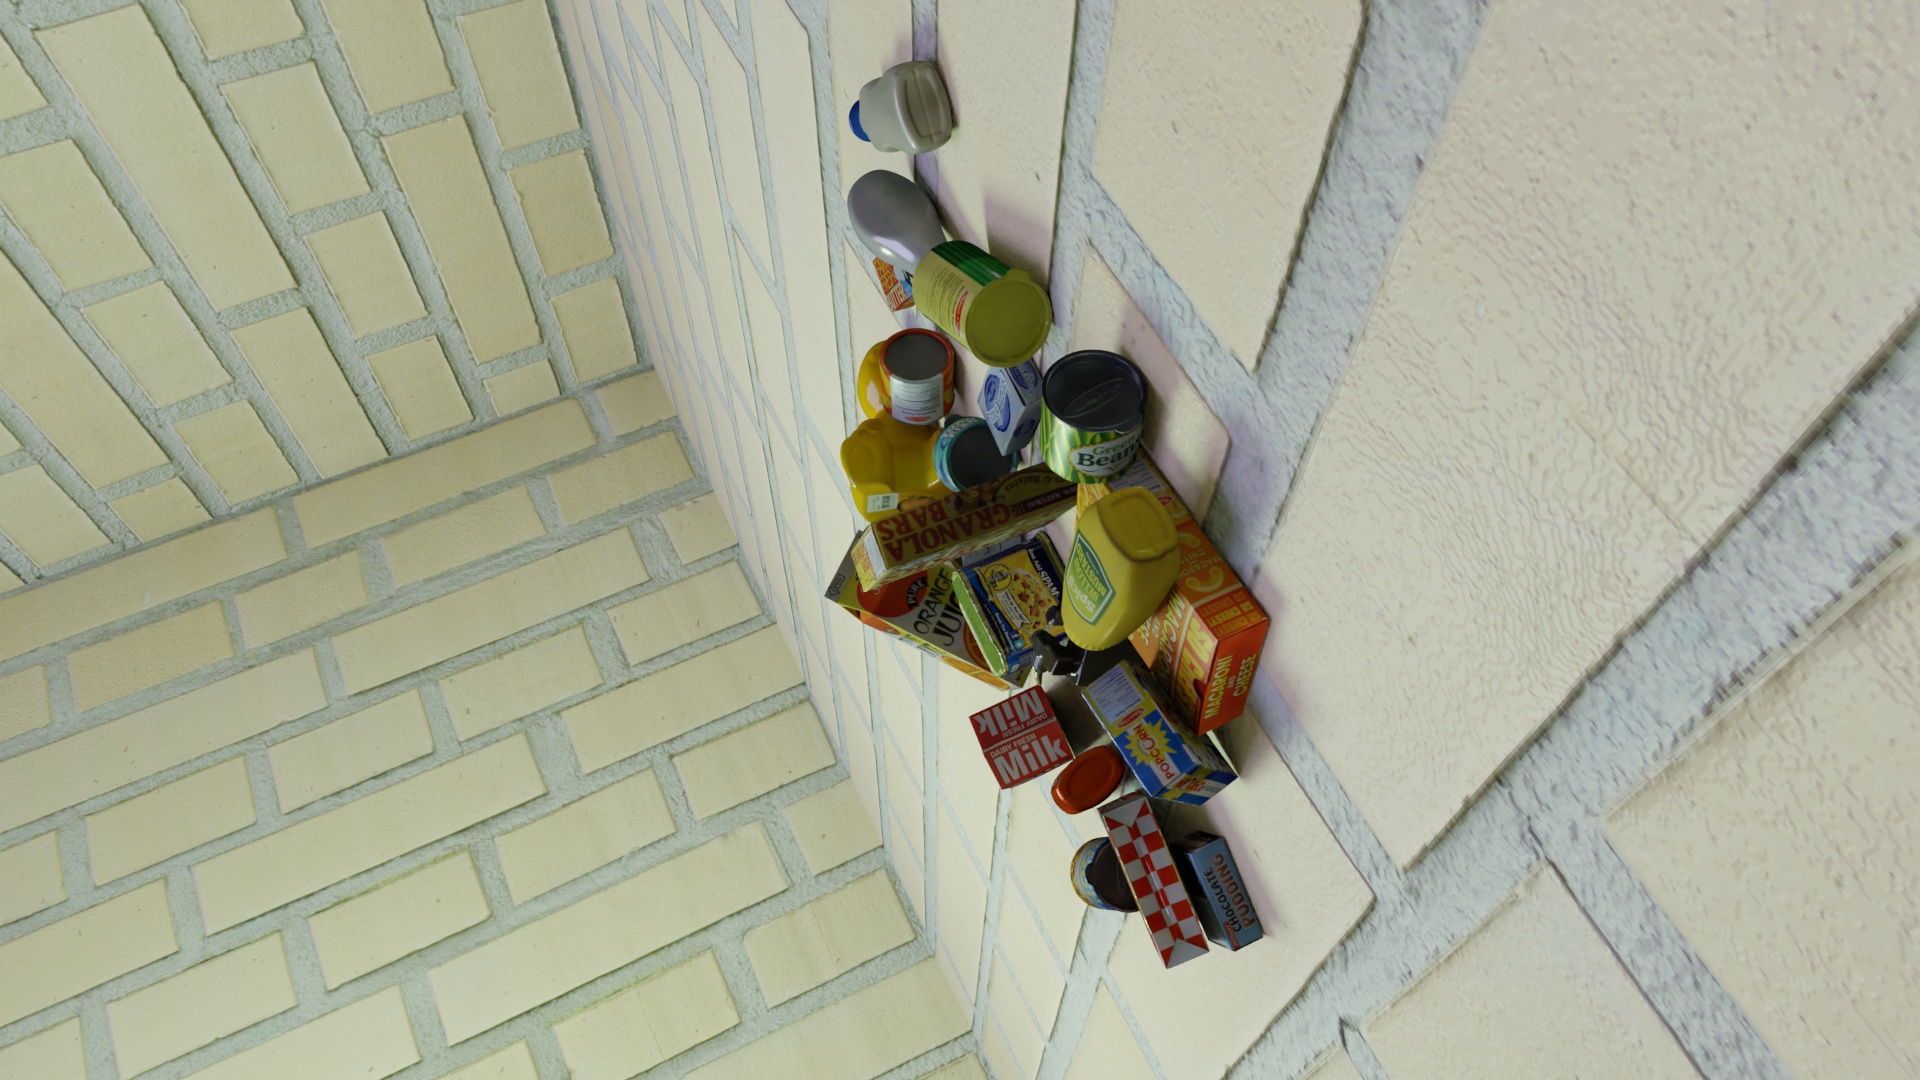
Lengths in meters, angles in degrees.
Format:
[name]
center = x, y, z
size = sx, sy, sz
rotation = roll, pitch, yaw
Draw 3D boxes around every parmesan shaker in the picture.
[parmesan shaker]
center = 0.015, -0.174, 0.996
size = 0.103, 0.071, 0.071
rotation = -132, 24, -55

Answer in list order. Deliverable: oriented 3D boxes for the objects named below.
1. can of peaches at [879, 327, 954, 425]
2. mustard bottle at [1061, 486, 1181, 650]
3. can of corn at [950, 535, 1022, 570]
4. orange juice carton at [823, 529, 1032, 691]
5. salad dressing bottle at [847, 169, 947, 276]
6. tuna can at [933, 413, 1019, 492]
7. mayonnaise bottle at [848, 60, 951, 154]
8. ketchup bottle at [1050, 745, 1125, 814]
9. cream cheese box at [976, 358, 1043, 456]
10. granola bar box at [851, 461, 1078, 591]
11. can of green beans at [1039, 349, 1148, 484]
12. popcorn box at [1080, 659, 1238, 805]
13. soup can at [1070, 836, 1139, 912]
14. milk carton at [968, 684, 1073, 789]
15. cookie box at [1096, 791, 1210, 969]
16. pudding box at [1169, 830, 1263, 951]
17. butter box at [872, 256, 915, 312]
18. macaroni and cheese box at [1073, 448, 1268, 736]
[can of peaches]
center = -0.039, -0.147, 1.227
size = 0.071, 0.071, 0.057
rotation = 59, 164, 30
[mustard bottle]
center = 0.093, 0.031, 0.871
size = 0.065, 0.049, 0.159
rotation = 62, 158, 27
[can of corn]
center = 0.014, -0.011, 1.250
size = 0.071, 0.058, 0.070
rotation = 59, 163, 31
[orange juice carton]
center = -0.022, 0.063, 1.253
size = 0.193, 0.072, 0.073
rotation = 27, 167, -7
[salad dressing bottle]
center = -0.033, -0.233, 1.097
size = 0.148, 0.064, 0.043
rotation = 52, 171, 27
[tuna can]
center = 0.012, -0.071, 1.151
size = 0.033, 0.071, 0.071
rotation = 24, 134, 68
[mayonnaise bottle]
center = -0.050, -0.324, 1.054
size = 0.148, 0.041, 0.064
rotation = -146, 38, -67
[ketchup bottle]
center = 0.110, 0.220, 1.250
size = 0.043, 0.065, 0.148
rotation = 50, 170, 10
[cream cheese box]
center = 0.039, -0.110, 1.080
size = 0.053, 0.024, 0.103
rotation = 64, 165, 13
[granola bar box]
center = 0.004, -0.013, 1.068
size = 0.124, 0.166, 0.039
rotation = 139, 110, -75
[can of green beans]
center = 0.083, -0.078, 0.882
size = 0.071, 0.071, 0.057
rotation = 59, 164, 30
[popcorn box]
center = 0.137, 0.132, 0.940
size = 0.085, 0.038, 0.126
rotation = 57, -168, 24
[soup can]
center = 0.136, 0.297, 1.242
size = 0.071, 0.071, 0.083
rotation = 66, 166, 8
[milk carton]
center = 0.057, 0.180, 1.266
size = 0.190, 0.072, 0.073
rotation = 60, -175, -79
[cookie box]
center = 0.153, 0.268, 1.120
size = 0.167, 0.040, 0.123
rotation = 65, -177, -80
[pudding box]
center = 0.195, 0.268, 1.064
size = 0.049, 0.030, 0.083
rotation = 150, 97, -77
[butter box]
center = -0.049, -0.236, 1.214
size = 0.053, 0.024, 0.103
rotation = 69, 165, -3
[macaroni and cheese box]
center = 0.132, 0.030, 0.917
size = 0.167, 0.040, 0.123
rotation = 58, 163, 32
